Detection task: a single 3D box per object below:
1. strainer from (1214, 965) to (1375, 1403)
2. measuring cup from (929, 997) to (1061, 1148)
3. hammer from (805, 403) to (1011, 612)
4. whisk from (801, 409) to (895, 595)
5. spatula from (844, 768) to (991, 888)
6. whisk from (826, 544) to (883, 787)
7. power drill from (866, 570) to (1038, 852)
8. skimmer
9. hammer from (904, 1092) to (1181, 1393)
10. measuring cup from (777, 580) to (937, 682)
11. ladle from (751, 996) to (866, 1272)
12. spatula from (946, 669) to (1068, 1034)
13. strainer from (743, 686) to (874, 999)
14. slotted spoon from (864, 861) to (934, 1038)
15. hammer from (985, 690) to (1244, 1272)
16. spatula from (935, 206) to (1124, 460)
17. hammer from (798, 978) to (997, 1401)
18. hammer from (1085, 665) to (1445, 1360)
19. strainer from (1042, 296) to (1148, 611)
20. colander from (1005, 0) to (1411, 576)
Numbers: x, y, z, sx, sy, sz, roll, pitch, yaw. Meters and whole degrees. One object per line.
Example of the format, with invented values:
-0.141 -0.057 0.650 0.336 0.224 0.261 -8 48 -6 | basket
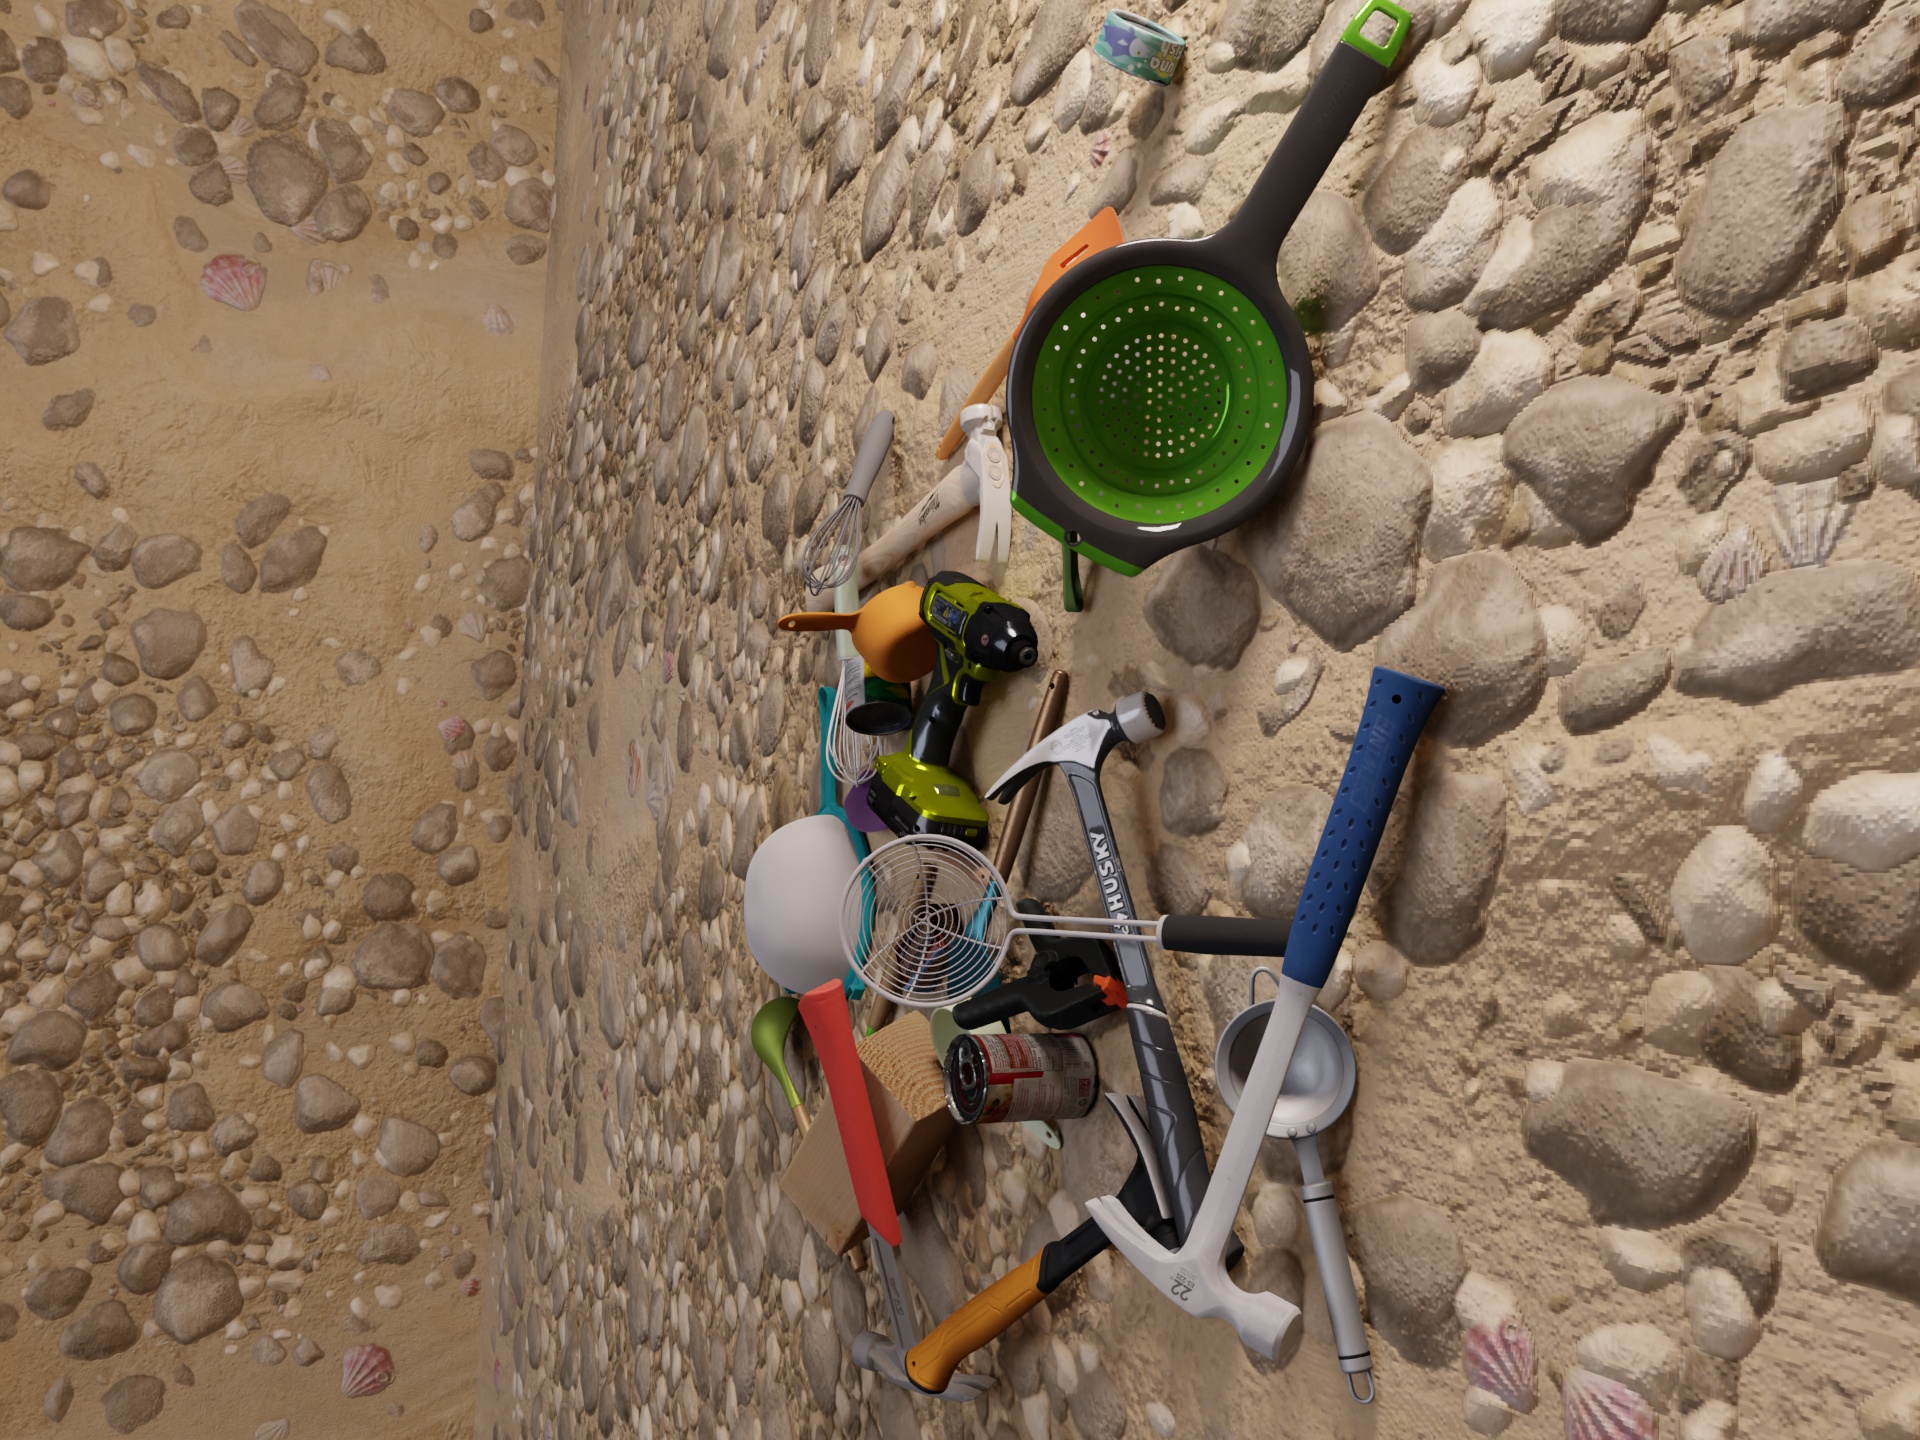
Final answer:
0.215 0.280 0.971 0.087 0.050 0.259 -15 73 16 | strainer
0.038 0.293 1.319 0.168 0.038 0.083 37 136 38 | measuring cup
-0.063 -0.167 1.584 0.410 0.038 0.146 -27 64 59 | hammer
-0.108 -0.223 1.595 0.055 0.055 0.239 -37 30 55 | whisk
-0.042 0.108 1.509 0.060 0.018 0.316 -58 30 -3 | spatula
-0.112 -0.055 1.612 0.059 0.058 0.246 151 116 -89 | whisk
-0.002 -0.004 1.398 0.171 0.080 0.223 40 117 58 | power drill
0.073 0.142 1.087 0.363 0.090 0.127 -3 80 42 | skimmer
0.053 0.418 1.209 0.336 0.034 0.127 -50 43 34 | hammer
-0.085 -0.076 1.463 0.052 0.173 0.095 52 130 36 | measuring cup
-0.149 0.425 1.656 0.321 0.062 0.078 61 138 37 | ladle
0.045 0.110 1.336 0.082 0.044 0.317 25 102 45 | spatula
-0.175 0.131 1.681 0.211 0.095 0.340 -14 75 61 | strainer
-0.074 0.276 1.540 0.070 0.031 0.313 48 125 55 | slotted spoon
0.122 0.188 1.128 0.149 0.036 0.409 -25 65 26 | hammer
0.051 -0.322 1.407 0.322 0.041 0.081 133 135 -55 | spatula
-0.069 0.394 1.340 0.149 0.036 0.359 -7 99 44 | hammer
0.195 0.163 0.954 0.144 0.035 0.405 22 96 33 | hammer
0.107 -0.202 1.228 0.151 0.069 0.256 -53 -36 -58 | strainer
0.178 -0.292 1.079 0.397 0.204 0.094 -59 -1 14 | colander
